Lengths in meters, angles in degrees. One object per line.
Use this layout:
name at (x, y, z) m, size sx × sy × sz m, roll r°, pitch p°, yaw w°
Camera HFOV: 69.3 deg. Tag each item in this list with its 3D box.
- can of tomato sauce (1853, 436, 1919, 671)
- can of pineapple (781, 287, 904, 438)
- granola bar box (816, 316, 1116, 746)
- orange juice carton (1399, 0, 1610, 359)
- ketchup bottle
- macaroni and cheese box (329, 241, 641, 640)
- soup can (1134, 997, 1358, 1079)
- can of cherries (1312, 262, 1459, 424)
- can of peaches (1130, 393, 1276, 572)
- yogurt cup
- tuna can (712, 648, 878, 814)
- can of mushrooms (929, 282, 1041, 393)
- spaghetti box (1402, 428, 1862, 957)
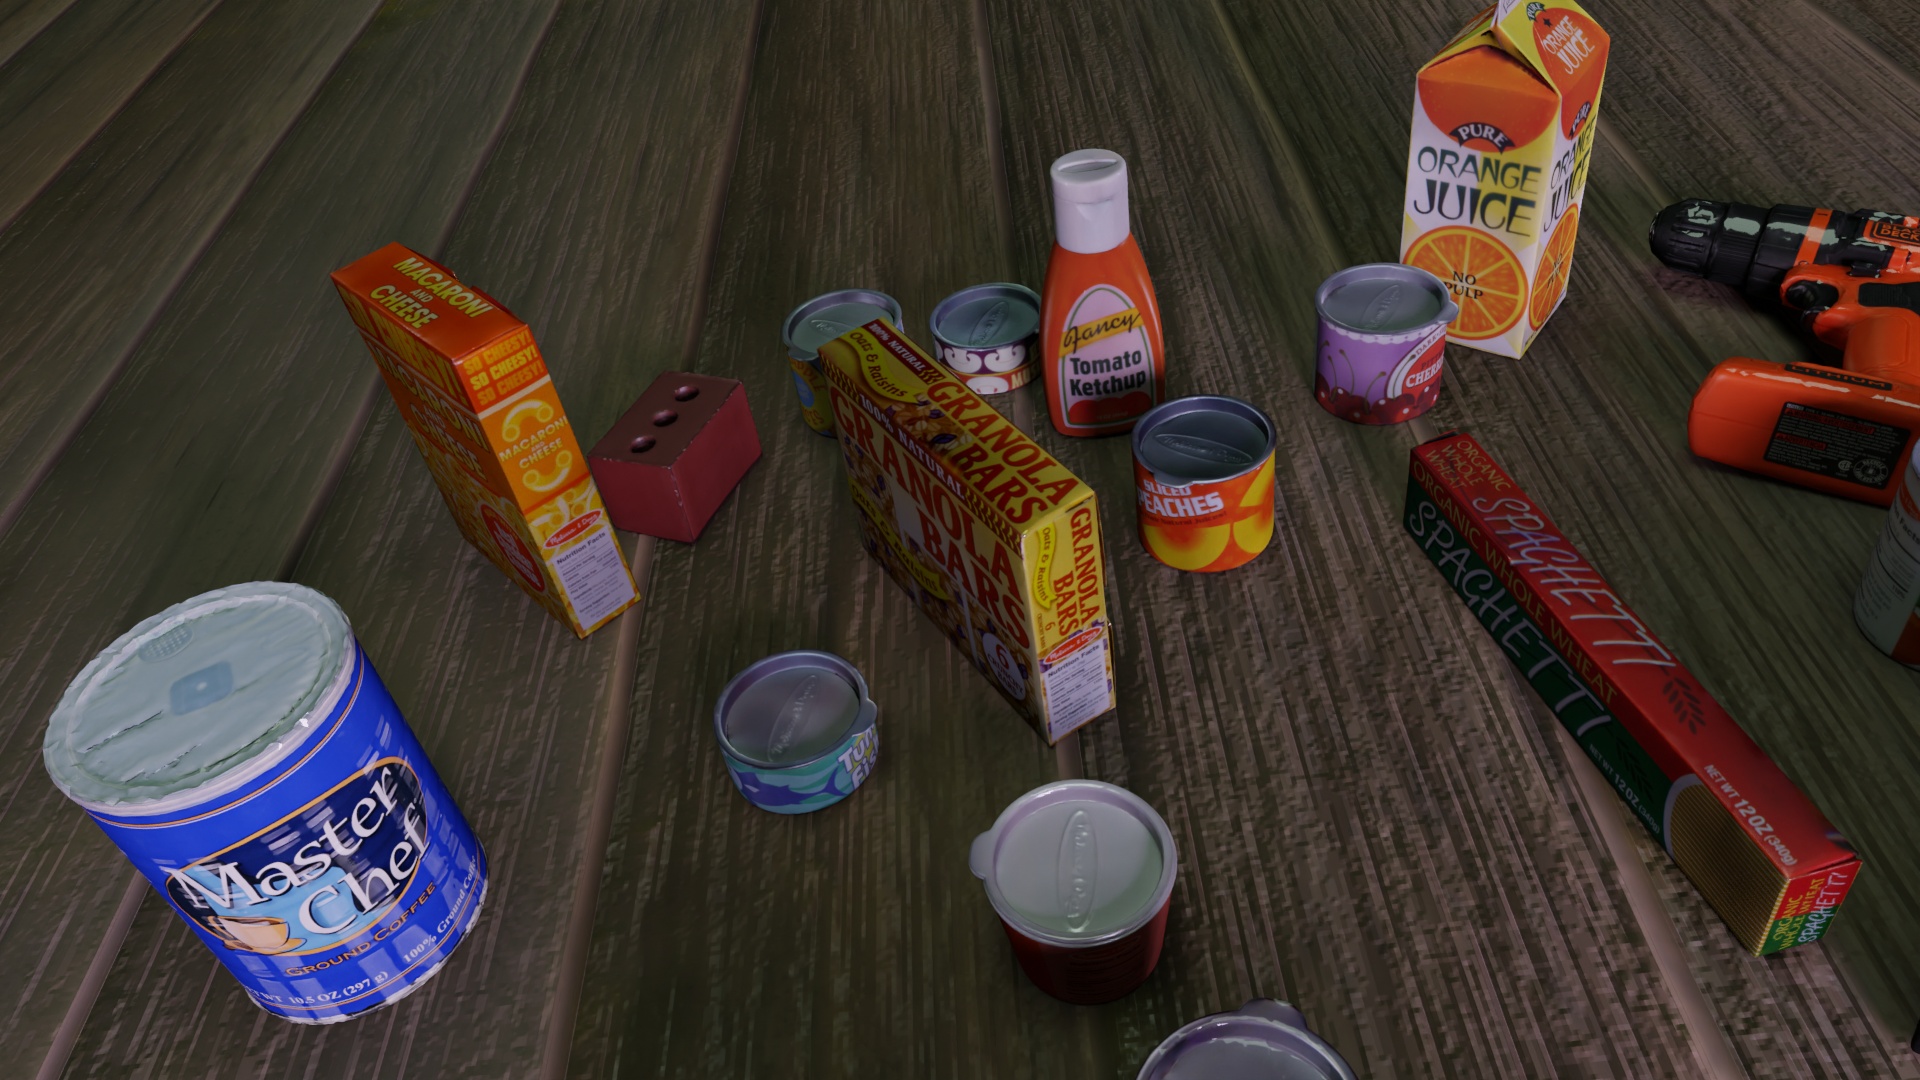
can of tomato sauce at (0.401, 0.005, 0.545) m, size 0.071 × 0.082 × 0.071 m, roll -6°, pitch 42°, yaw 5°
can of pineapple at (-0.062, -0.097, 0.768) m, size 0.071 × 0.057 × 0.071 m, roll -6°, pitch 42°, yaw 5°
granola bar box at (0.002, -0.008, 0.606) m, size 0.039 × 0.123 × 0.166 m, roll -28°, pitch 44°, yaw -19°
orange juice carton at (0.278, -0.197, 0.713) m, size 0.073 × 0.191 × 0.072 m, roll 22°, pitch 51°, yaw 31°
ketchup bottle at (0.069, -0.123, 0.703) m, size 0.065 × 0.148 × 0.044 m, roll -9°, pitch 41°, yaw 2°
macaroni and cheese box at (-0.223, -0.047, 0.662) m, size 0.040 × 0.165 × 0.124 m, roll -37°, pitch 48°, yaw -27°
soup can at (0.085, 0.186, 0.404) m, size 0.071 × 0.083 × 0.072 m, roll -6°, pitch 42°, yaw 5°
can of cherries at (0.218, -0.101, 0.717) m, size 0.071 × 0.058 × 0.072 m, roll -6°, pitch 42°, yaw 5°
can of peaches at (0.113, -0.025, 0.654) m, size 0.071 × 0.057 × 0.071 m, roll -6°, pitch 42°, yaw 5°
yogurt cup at (0.044, 0.128, 0.498) m, size 0.072 × 0.053 × 0.073 m, roll -6°, pitch 42°, yaw 5°
tuna can at (-0.067, 0.081, 0.589) m, size 0.071 × 0.032 × 0.071 m, roll -5°, pitch 42°, yaw 5°
can of mushrooms at (0.019, -0.115, 0.791) m, size 0.071 × 0.033 × 0.071 m, roll -5°, pitch 42°, yaw 5°
spaghetti box at (0.250, 0.046, 0.553) m, size 0.029 × 0.050 × 0.251 m, roll -16°, pitch 42°, yaw -6°
